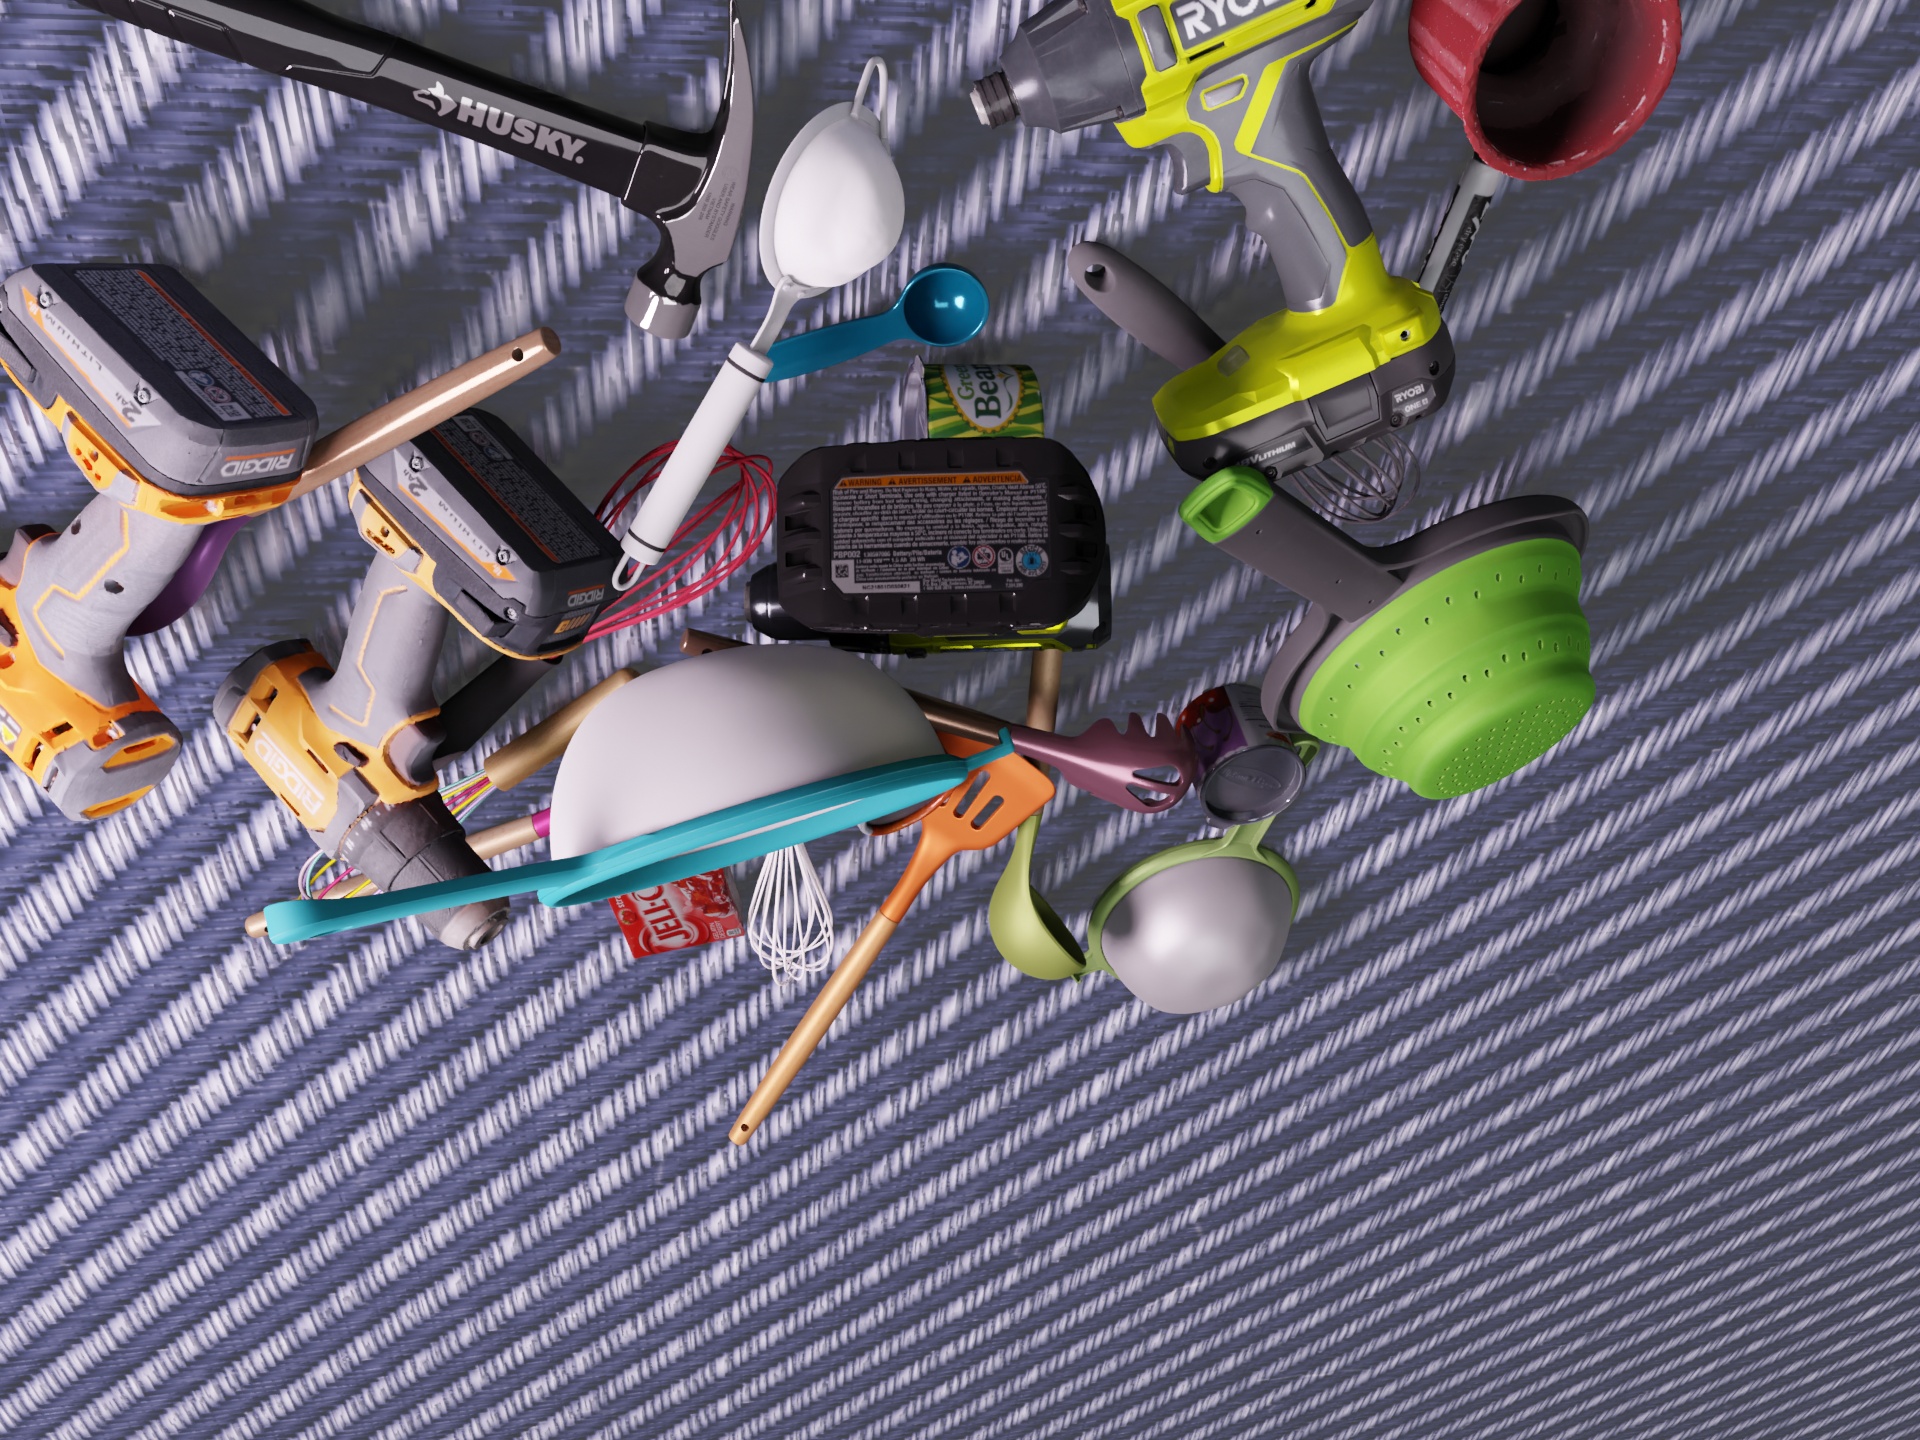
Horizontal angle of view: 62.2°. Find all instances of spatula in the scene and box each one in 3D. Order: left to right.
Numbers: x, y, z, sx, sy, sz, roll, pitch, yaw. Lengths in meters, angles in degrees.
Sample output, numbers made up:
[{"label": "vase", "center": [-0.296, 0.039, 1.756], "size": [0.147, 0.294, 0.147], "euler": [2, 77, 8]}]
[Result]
[{"label": "spatula", "center": [-0.299, -0.104, 0.708], "size": [0.316, 0.018, 0.059], "euler": [-20, 102, 25]}, {"label": "spatula", "center": [-0.058, 0.141, 0.976], "size": [0.081, 0.041, 0.322], "euler": [34, 104, 0]}]

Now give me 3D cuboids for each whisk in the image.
[{"label": "whisk", "center": [-0.276, 0.045, 0.888], "size": [0.245, 0.047, 0.051], "euler": [-32, 95, 10]}, {"label": "whisk", "center": [-0.202, -0.049, 0.816], "size": [0.296, 0.073, 0.073], "euler": [-36, 130, 27]}, {"label": "whisk", "center": [-0.103, 0.066, 0.953], "size": [0.058, 0.059, 0.246], "euler": [14, 129, 14]}, {"label": "whisk", "center": [0.145, -0.168, 0.796], "size": [0.238, 0.055, 0.055], "euler": [29, 120, -28]}]

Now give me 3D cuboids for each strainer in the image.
[{"label": "strainer", "center": [-0.151, 0.023, 0.717], "size": [0.211, 0.095, 0.340], "euler": [-23, 171, 42]}, {"label": "strainer", "center": [-0.086, -0.163, 0.699], "size": [0.258, 0.050, 0.087], "euler": [-56, 159, 14]}, {"label": "strainer", "center": [0.182, 0.116, 1.048], "size": [0.151, 0.069, 0.256], "euler": [6, 132, -19]}]

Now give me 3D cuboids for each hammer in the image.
[{"label": "hammer", "center": [-0.240, -0.265, 0.622], "size": [0.334, 0.035, 0.146], "euler": [14, 128, -24]}]

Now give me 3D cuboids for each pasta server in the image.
[{"label": "pasta server", "center": [-0.001, -0.003, 0.872], "size": [0.316, 0.040, 0.060], "euler": [16, 112, -21]}]

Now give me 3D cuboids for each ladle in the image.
[{"label": "ladle", "center": [0.056, 0.029, 0.953], "size": [0.062, 0.078, 0.320], "euler": [-10, 127, -18]}]

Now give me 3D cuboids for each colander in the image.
[{"label": "colander", "center": [0.230, -0.036, 0.811], "size": [0.204, 0.095, 0.396], "euler": [-39, 150, 23]}]

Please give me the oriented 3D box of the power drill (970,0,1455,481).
[{"label": "power drill", "center": [0.117, -0.223, 0.696], "size": [0.171, 0.080, 0.223], "euler": [-22, 117, 6]}]

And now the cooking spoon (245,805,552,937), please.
[{"label": "cooking spoon", "center": [-0.272, 0.071, 0.934], "size": [0.319, 0.017, 0.068], "euler": [-19, 132, 4]}]

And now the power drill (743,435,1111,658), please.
[{"label": "power drill", "center": [-0.020, -0.069, 0.753], "size": [0.190, 0.080, 0.228], "euler": [-1, 177, 2]}]

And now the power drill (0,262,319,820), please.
[{"label": "power drill", "center": [-0.389, -0.085, 0.695], "size": [0.164, 0.084, 0.226], "euler": [43, 117, 8]}]

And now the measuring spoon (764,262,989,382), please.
[{"label": "measuring spoon", "center": [-0.049, -0.188, 0.756], "size": [0.128, 0.021, 0.042], "euler": [-15, 135, 13]}]

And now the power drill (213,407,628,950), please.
[{"label": "power drill", "center": [-0.250, -0.012, 0.765], "size": [0.185, 0.084, 0.226], "euler": [46, 117, 9]}]
